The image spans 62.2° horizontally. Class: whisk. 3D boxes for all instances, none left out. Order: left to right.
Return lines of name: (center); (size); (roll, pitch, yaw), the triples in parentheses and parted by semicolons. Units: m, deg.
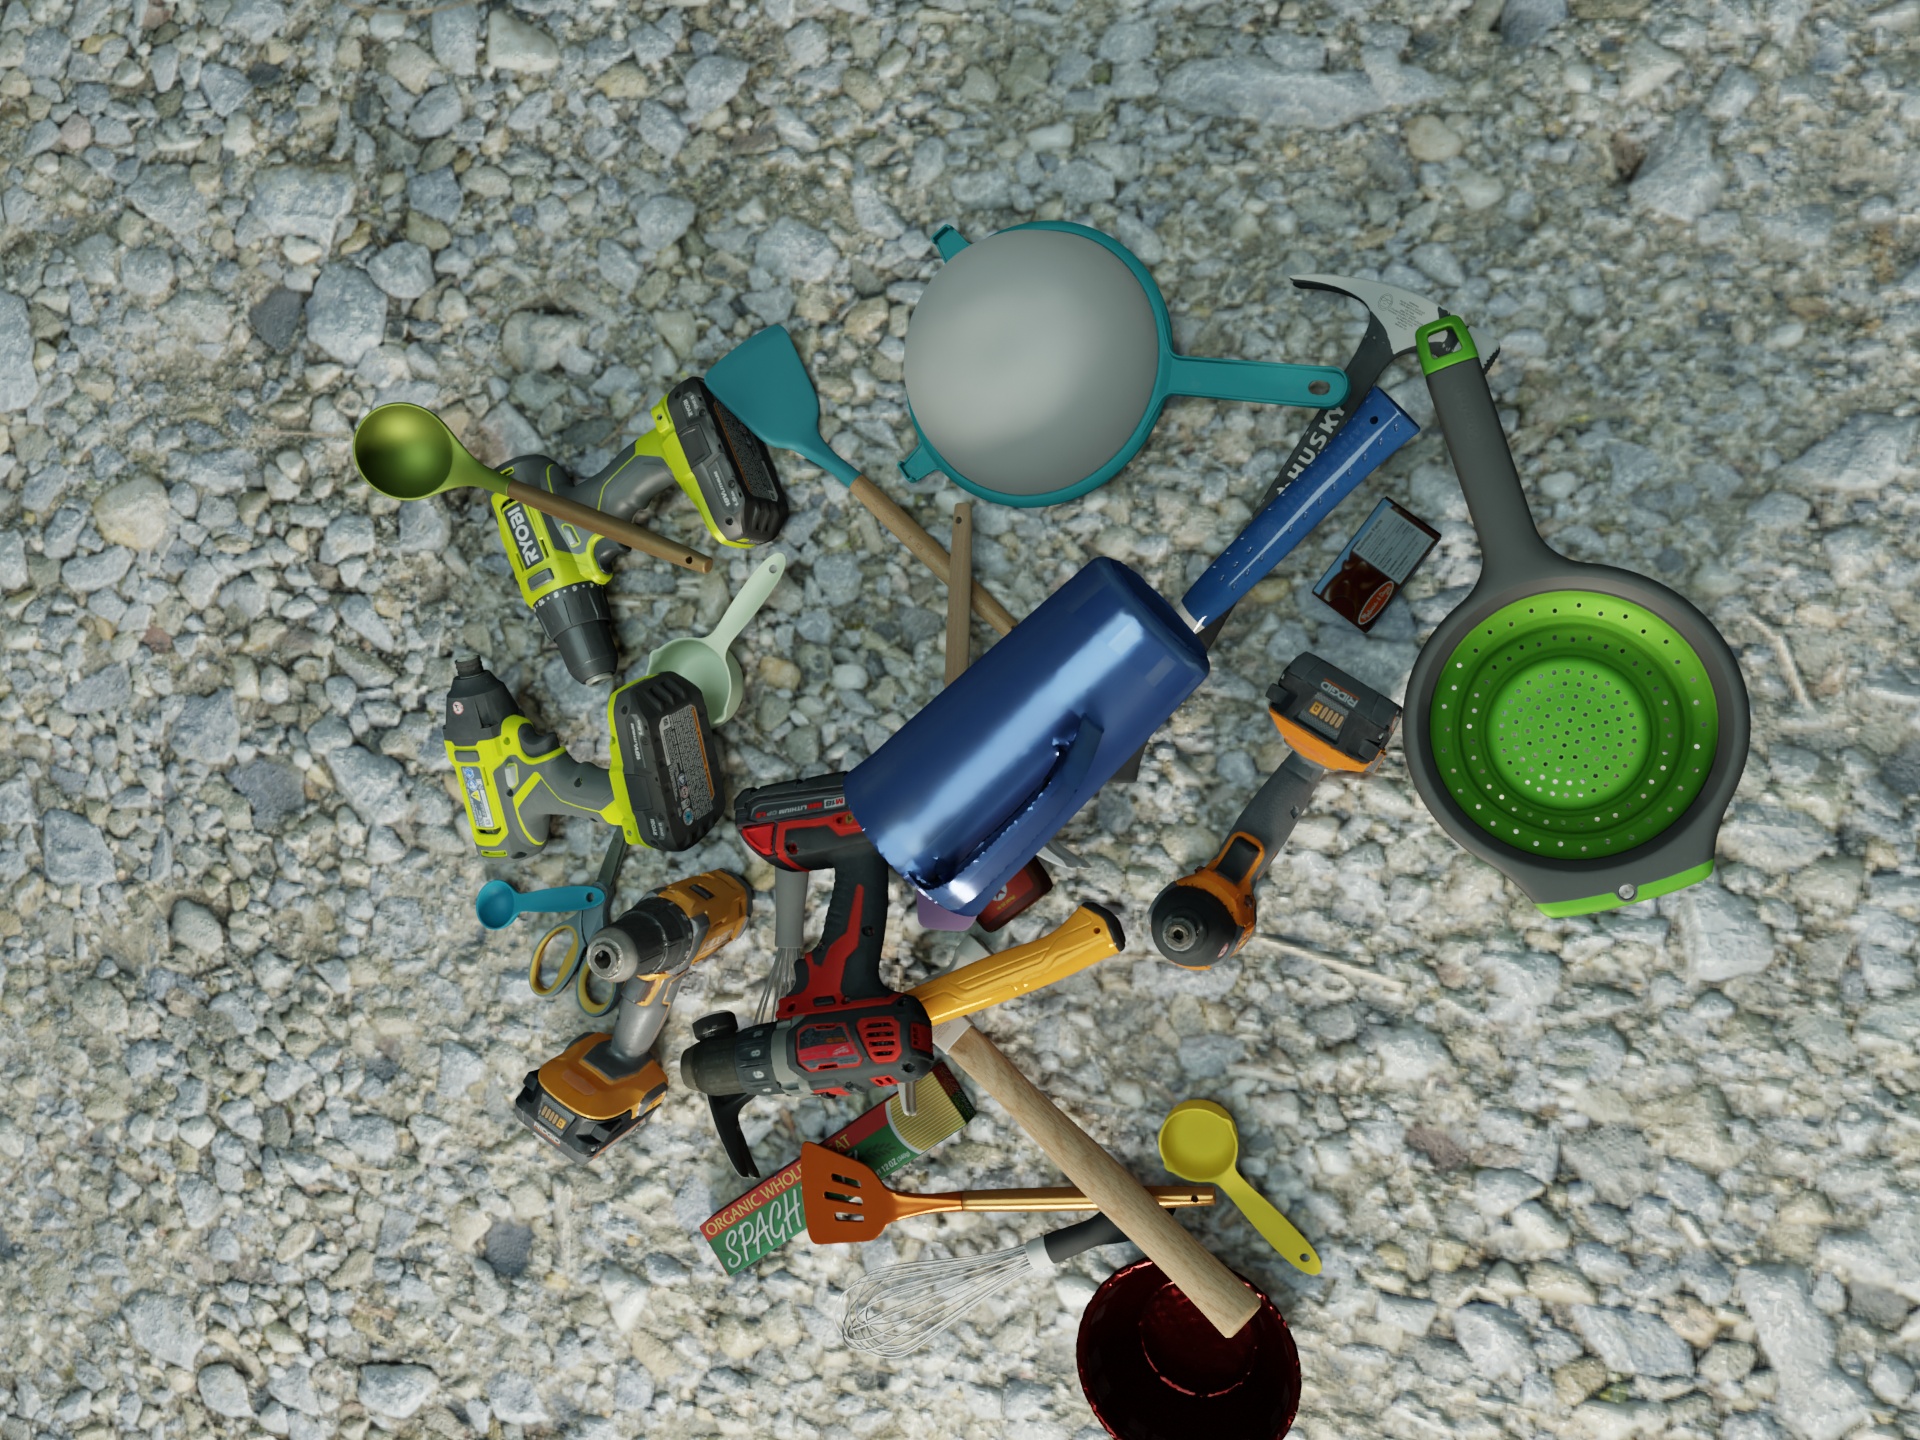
whisk: (-0.135, 0.175, 1.250); (0.055, 0.055, 0.239); (1, 88, 18)
whisk: (0.031, 0.411, 1.197); (0.284, 0.070, 0.070); (-26, 84, 12)

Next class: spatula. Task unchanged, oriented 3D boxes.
spatula: (-0.061, -0.169, 1.210); (0.317, 0.044, 0.082); (44, 66, 9)
spatula: (-0.002, -0.004, 1.174); (0.060, 0.018, 0.316); (0, 86, 25)
spatula: (0.028, 0.354, 1.184); (0.322, 0.041, 0.081); (-5, 90, 13)

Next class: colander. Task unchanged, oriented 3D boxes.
colander: (0.376, -0.073, 1.050); (0.204, 0.094, 0.397); (-18, 80, 17)

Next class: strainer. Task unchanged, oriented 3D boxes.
strainer: (0.095, -0.251, 1.111); (0.340, 0.095, 0.211); (11, 94, 25)

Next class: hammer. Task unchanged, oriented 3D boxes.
hammer: (-0.035, 0.221, 1.169); (0.337, 0.034, 0.127); (-24, 66, 10)
hammer: (0.078, 0.310, 1.145); (0.331, 0.031, 0.130); (42, 88, 23)
hammer: (0.158, -0.062, 1.103); (0.405, 0.035, 0.144); (-46, 62, 22)
hammer: (0.202, -0.126, 1.132); (0.149, 0.036, 0.409); (36, 102, 15)

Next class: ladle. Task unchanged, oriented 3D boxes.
ladle: (-0.331, -0.170, 1.223); (0.320, 0.062, 0.078); (22, 106, 19)

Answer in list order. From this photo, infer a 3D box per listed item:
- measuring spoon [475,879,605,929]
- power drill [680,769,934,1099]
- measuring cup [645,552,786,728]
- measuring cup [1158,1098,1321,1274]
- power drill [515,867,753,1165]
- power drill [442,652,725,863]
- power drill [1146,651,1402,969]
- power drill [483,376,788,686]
measuring spoon: (-0.346, 0.151, 1.324); (0.128, 0.021, 0.042); (-7, 79, 21)
power drill: (-0.118, 0.163, 1.161); (0.188, 0.080, 0.227); (-11, 70, 16)
measuring cup: (-0.182, -0.063, 1.259); (0.083, 0.038, 0.167); (40, 101, 13)
measuring cup: (0.207, 0.339, 1.156); (0.062, 0.029, 0.156); (-43, 91, 18)
power drill: (-0.257, 0.226, 1.218); (0.084, 0.185, 0.226); (32, 104, 13)
power drill: (-0.307, 0.028, 1.256); (0.223, 0.080, 0.171); (-1, 108, 27)
power drill: (0.204, 0.068, 1.071); (0.084, 0.164, 0.226); (33, 100, 16)
power drill: (-0.257, -0.150, 1.260); (0.228, 0.080, 0.190); (-25, 83, 20)
